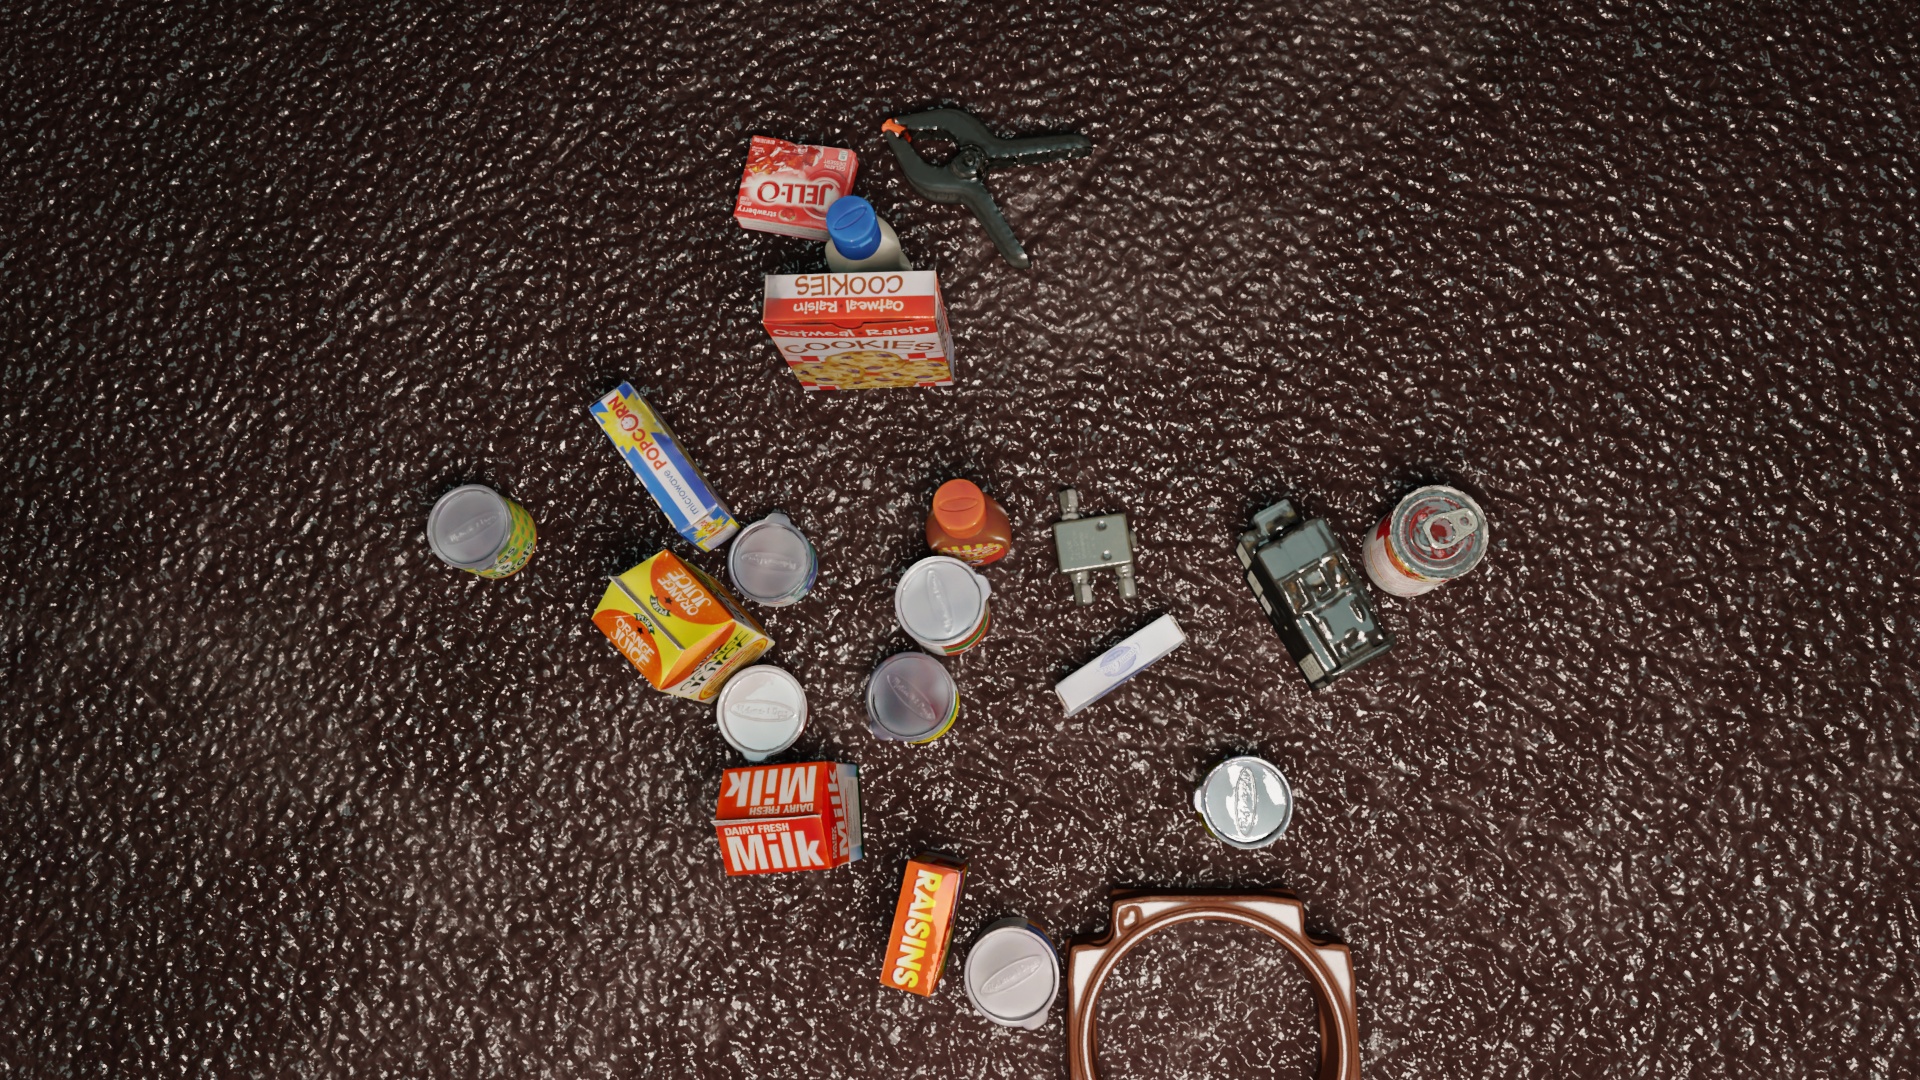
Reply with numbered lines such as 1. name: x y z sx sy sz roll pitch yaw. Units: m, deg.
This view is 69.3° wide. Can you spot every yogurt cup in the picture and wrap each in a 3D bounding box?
1. yogurt cup: -0.146 0.131 1.057 0.072 0.054 0.072 -1 79 4

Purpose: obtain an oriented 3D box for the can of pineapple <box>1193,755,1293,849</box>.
1. can of pineapple: 0.205 0.191 1.020 0.071 0.058 0.071 -1 79 4

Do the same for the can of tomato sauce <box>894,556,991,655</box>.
1. can of tomato sauce: -0.010 0.050 1.048 0.071 0.083 0.071 -1 80 4

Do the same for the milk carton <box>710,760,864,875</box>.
1. milk carton: -0.118 0.193 0.973 0.072 0.190 0.073 -5 80 3

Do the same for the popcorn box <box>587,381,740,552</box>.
1. popcorn box: -0.228 -0.055 1.082 0.038 0.085 0.127 -37 79 -3

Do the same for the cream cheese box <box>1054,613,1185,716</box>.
1. cream cheese box: 0.119 0.094 1.046 0.104 0.053 0.024 -32 79 -3

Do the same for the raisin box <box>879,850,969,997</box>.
1. raisin box: -0.023 0.269 0.987 0.040 0.123 0.086 13 81 6

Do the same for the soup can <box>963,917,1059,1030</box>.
1. soup can: 0.039 0.310 0.995 0.071 0.083 0.071 -1 80 4

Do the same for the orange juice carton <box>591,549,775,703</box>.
1. orange juice carton: -0.201 0.064 1.002 0.073 0.192 0.072 -44 80 -4

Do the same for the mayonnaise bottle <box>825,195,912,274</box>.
1. mayonnaise bottle: -0.074 -0.220 1.071 0.065 0.148 0.041 -34 79 -2

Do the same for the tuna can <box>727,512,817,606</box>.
1. tuna can: -0.146 0.016 1.089 0.071 0.033 0.071 -1 79 4

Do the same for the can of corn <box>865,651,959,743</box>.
1. can of corn: -0.037 0.122 1.049 0.071 0.058 0.071 -1 79 4

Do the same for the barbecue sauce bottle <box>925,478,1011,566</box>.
1. barbecue sauce bottle: 0.004 -0.013 1.026 0.065 0.148 0.044 -6 79 3

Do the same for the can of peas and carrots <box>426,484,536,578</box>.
1. can of peas and carrots: -0.375 -0.004 1.095 0.071 0.058 0.071 -1 79 4

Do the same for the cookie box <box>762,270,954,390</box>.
1. cookie box: -0.072 -0.155 1.048 0.123 0.167 0.040 -1 80 4
